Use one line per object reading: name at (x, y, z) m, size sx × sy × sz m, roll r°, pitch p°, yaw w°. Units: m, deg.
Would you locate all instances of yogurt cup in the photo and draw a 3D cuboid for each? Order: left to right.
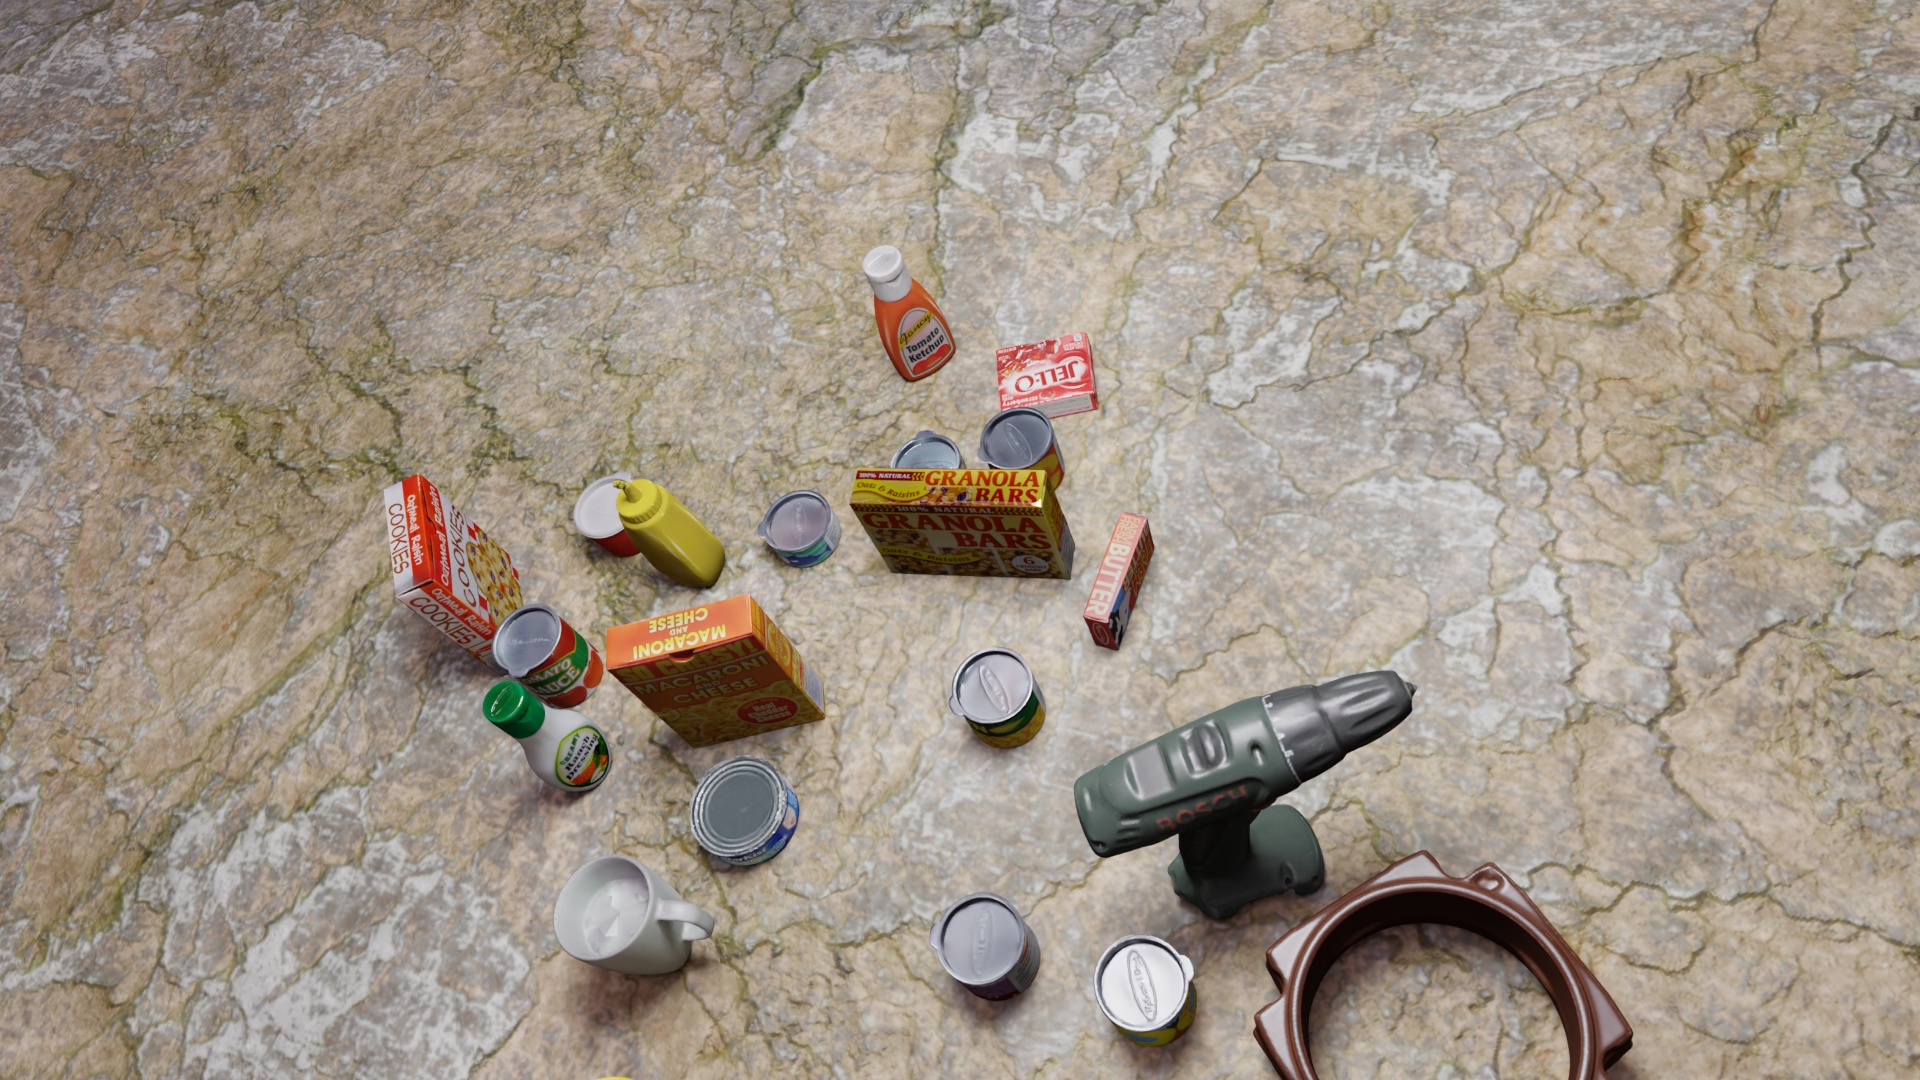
yogurt cup at (-0.325, -0.020, 1.321) m, size 0.072 × 0.053 × 0.073 m, roll -8°, pitch 59°, yaw 13°

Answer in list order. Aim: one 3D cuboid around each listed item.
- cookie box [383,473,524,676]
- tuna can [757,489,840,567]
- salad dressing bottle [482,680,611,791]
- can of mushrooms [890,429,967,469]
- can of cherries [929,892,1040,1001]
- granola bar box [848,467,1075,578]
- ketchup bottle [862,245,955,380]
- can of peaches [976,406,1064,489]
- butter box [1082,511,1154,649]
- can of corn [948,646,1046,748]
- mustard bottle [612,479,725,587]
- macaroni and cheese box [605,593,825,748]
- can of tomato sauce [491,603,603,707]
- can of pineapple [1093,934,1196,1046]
cookie box at (-0.453, 0.033, 1.260) m, size 0.040 × 0.166 × 0.123 m, roll -24°, pitch 56°, yaw 2°
tuna can at (-0.147, -0.010, 1.274) m, size 0.071 × 0.032 × 0.071 m, roll -8°, pitch 58°, yaw 13°
salad dressing bottle at (-0.345, 0.163, 1.162) m, size 0.044 × 0.147 × 0.064 m, roll 19°, pitch 68°, yaw 26°
can of mushrooms at (-0.028, -0.064, 1.269) m, size 0.071 × 0.033 × 0.071 m, roll -8°, pitch 58°, yaw 13°
can of cherries at (0.019, 0.299, 1.024) m, size 0.071 × 0.058 × 0.072 m, roll -8°, pitch 59°, yaw 13°
granola bar box at (0.004, -0.015, 1.176) m, size 0.165 × 0.123 × 0.039 m, roll 2°, pitch 61°, yaw 18°
ketchup bottle at (-0.052, -0.214, 1.297) m, size 0.065 × 0.148 × 0.044 m, roll -36°, pitch 57°, yaw -5°
can of peaches at (0.054, -0.075, 1.237) m, size 0.071 × 0.058 × 0.071 m, roll -8°, pitch 59°, yaw 13°
butter box at (0.132, 0.033, 1.152) m, size 0.024 × 0.053 × 0.104 m, roll 12°, pitch 65°, yaw 23°
can of corn at (0.030, 0.129, 1.122) m, size 0.071 × 0.058 × 0.071 m, roll -8°, pitch 59°, yaw 13°
mustard bottle at (-0.265, -0.013, 1.235) m, size 0.065 × 0.159 × 0.049 m, roll 11°, pitch 65°, yaw 23°
macaroni and cheese box at (-0.196, 0.111, 1.137) m, size 0.124 × 0.165 × 0.040 m, roll -14°, pitch 58°, yaw 9°
can of tomato sauce at (-0.367, 0.106, 1.241) m, size 0.071 × 0.082 × 0.071 m, roll -8°, pitch 59°, yaw 13°
can of pineapple at (0.133, 0.318, 0.979) m, size 0.071 × 0.057 × 0.071 m, roll -8°, pitch 59°, yaw 13°
